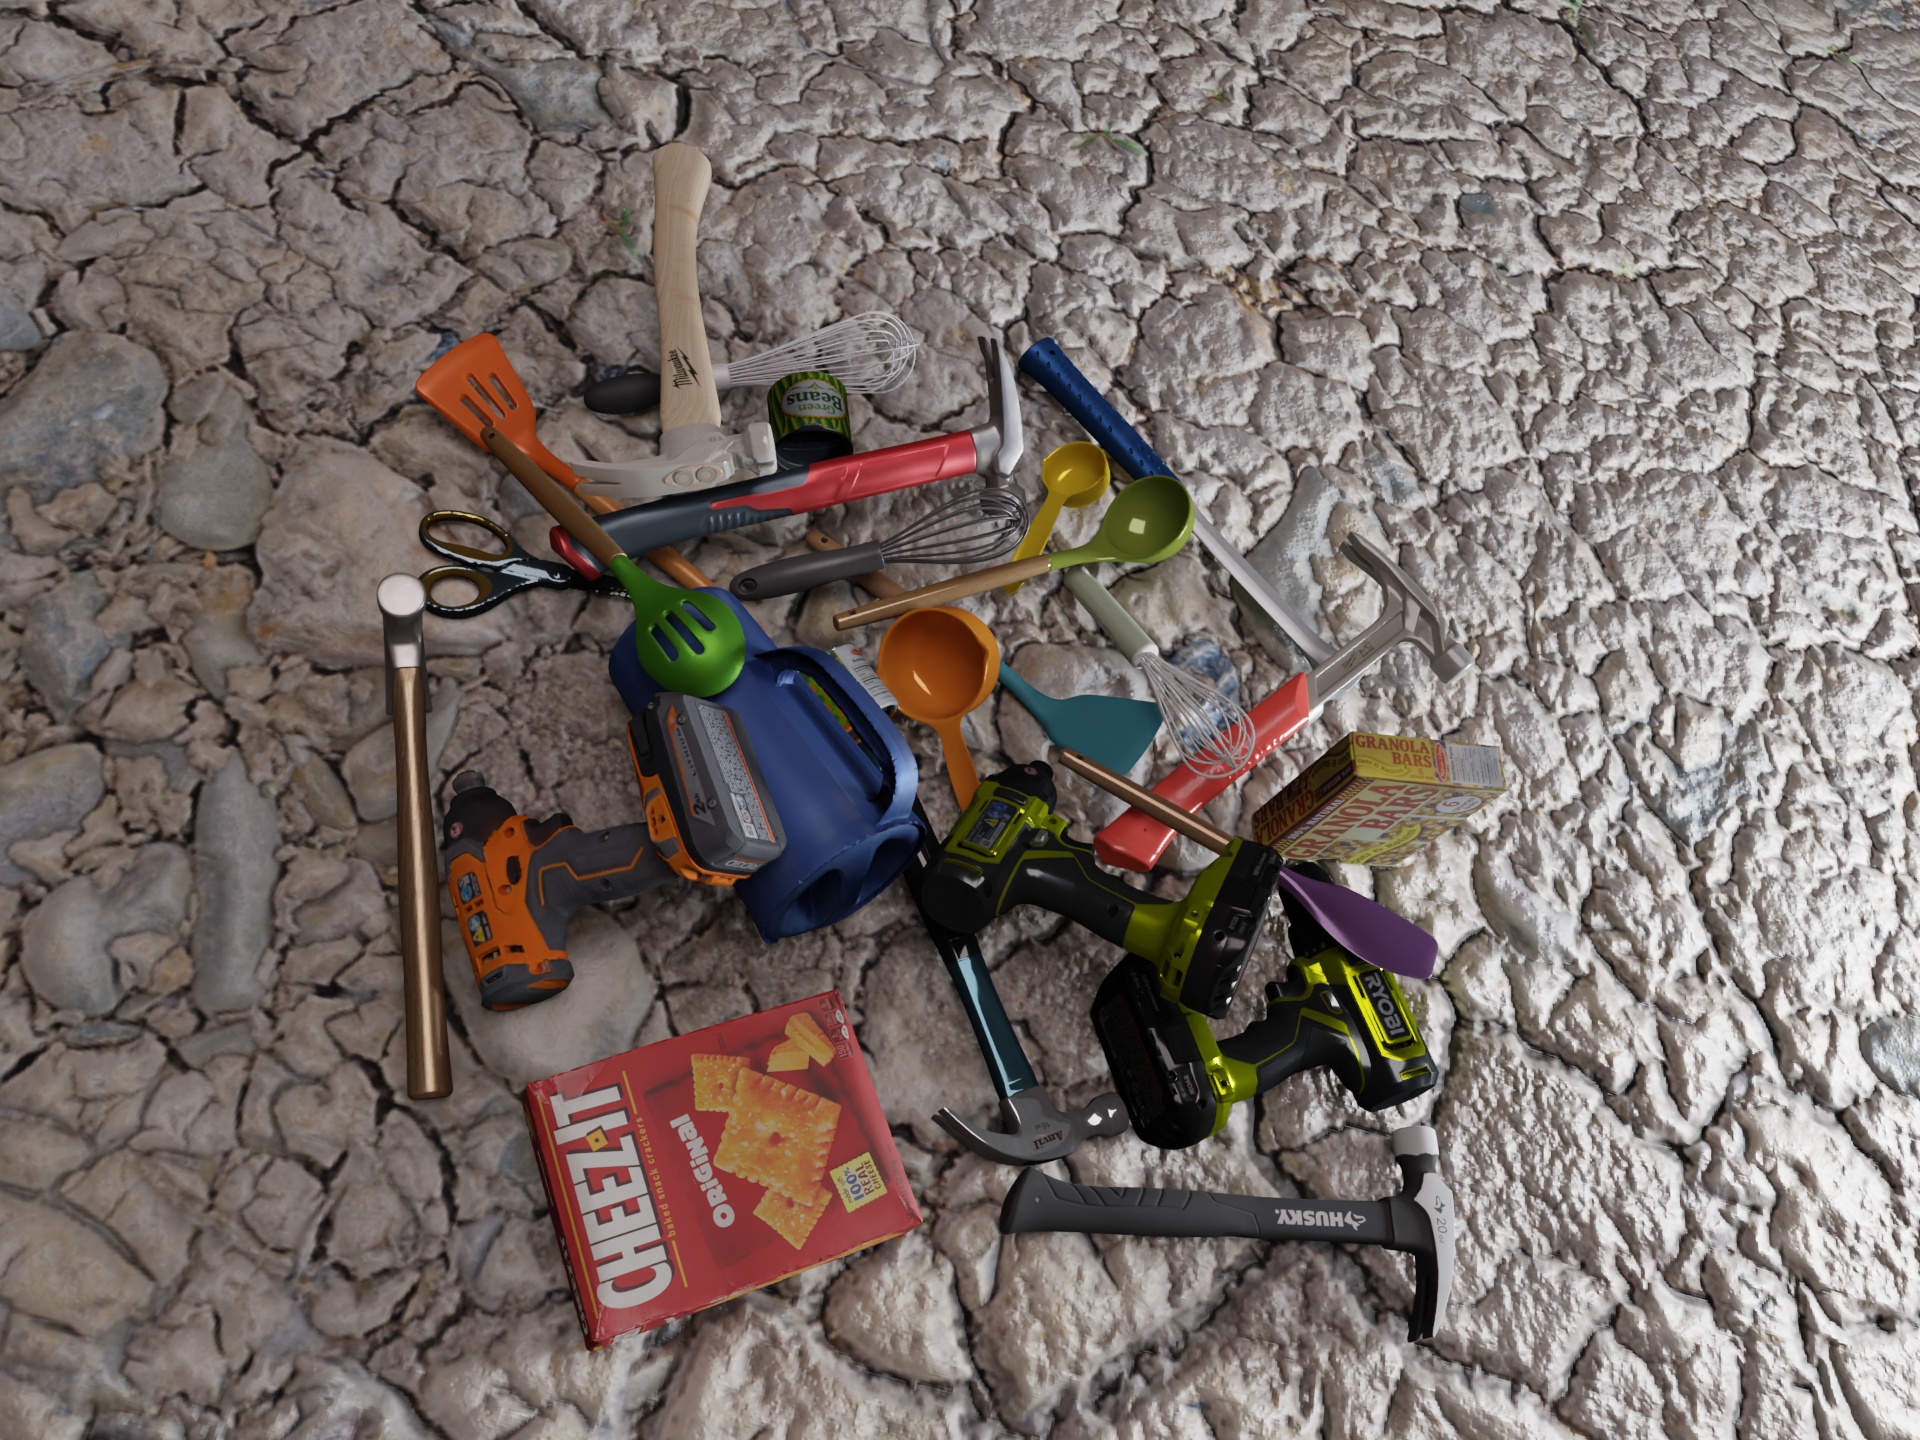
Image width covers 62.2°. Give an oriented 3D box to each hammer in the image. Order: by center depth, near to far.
[{"bbox_3d":[-0.357,0.079,1.042,0.031,0.130,0.331,-3,76,-19],"label":"hammer"},{"bbox_3d":[0.189,0.350,1.104,0.334,0.035,0.146,7,62,-14],"label":"hammer"},{"bbox_3d":[-0.001,0.160,1.143,0.128,0.033,0.331,-15,69,-24],"label":"hammer"},{"bbox_3d":[-0.126,-0.192,1.224,0.386,0.038,0.143,-17,113,-23],"label":"hammer"},{"bbox_3d":[0.241,-0.005,1.265,0.359,0.036,0.149,-36,77,-19],"label":"hammer"},{"bbox_3d":[-0.234,-0.333,1.270,0.146,0.038,0.411,-9,52,-2],"label":"hammer"},{"bbox_3d":[0.201,-0.179,1.373,0.144,0.035,0.405,-36,78,-28],"label":"hammer"}]

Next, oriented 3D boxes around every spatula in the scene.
[{"bbox_3d":[0.212,0.103,1.185,0.316,0.018,0.060,30,45,5],"label":"spatula"},{"bbox_3d":[-0.274,-0.170,1.221,0.322,0.041,0.081,40,59,4],"label":"spatula"},{"bbox_3d":[0.011,-0.063,1.252,0.317,0.044,0.082,35,56,4],"label":"spatula"}]

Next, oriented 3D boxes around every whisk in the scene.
[{"bbox_3d":[-0.063,-0.131,1.229,0.239,0.055,0.055,-14,68,0],"label":"whisk"},{"bbox_3d":[0.149,-0.044,1.248,0.059,0.057,0.247,-42,52,8],"label":"whisk"},{"bbox_3d":[-0.167,-0.287,1.306,0.284,0.070,0.070,-14,69,-18],"label":"whisk"}]

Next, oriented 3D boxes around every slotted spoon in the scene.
[{"bbox_3d":[-0.256,-0.123,1.117,0.070,0.031,0.314,-41,60,-10],"label":"slotted spoon"}]

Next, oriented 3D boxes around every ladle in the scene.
[{"bbox_3d":[0.046,-0.128,1.261,0.320,0.062,0.078,-18,49,-22],"label":"ladle"}]

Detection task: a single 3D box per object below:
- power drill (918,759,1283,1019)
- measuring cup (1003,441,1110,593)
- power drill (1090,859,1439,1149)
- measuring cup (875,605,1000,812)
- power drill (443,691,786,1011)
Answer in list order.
[{"bbox_3d":[0.104,0.108,1.121,0.223,0.080,0.171,20,38,15],"label":"power drill"},{"bbox_3d":[0.077,-0.165,1.335,0.062,0.029,0.156,19,70,28],"label":"measuring cup"},{"bbox_3d":[0.218,0.206,1.163,0.228,0.080,0.191,-10,63,-23],"label":"power drill"},{"bbox_3d":[-0.002,-0.004,1.214,0.052,0.095,0.173,-27,102,-68],"label":"measuring cup"},{"bbox_3d":[-0.240,0.070,1.032,0.226,0.084,0.164,-29,70,17],"label":"power drill"}]
